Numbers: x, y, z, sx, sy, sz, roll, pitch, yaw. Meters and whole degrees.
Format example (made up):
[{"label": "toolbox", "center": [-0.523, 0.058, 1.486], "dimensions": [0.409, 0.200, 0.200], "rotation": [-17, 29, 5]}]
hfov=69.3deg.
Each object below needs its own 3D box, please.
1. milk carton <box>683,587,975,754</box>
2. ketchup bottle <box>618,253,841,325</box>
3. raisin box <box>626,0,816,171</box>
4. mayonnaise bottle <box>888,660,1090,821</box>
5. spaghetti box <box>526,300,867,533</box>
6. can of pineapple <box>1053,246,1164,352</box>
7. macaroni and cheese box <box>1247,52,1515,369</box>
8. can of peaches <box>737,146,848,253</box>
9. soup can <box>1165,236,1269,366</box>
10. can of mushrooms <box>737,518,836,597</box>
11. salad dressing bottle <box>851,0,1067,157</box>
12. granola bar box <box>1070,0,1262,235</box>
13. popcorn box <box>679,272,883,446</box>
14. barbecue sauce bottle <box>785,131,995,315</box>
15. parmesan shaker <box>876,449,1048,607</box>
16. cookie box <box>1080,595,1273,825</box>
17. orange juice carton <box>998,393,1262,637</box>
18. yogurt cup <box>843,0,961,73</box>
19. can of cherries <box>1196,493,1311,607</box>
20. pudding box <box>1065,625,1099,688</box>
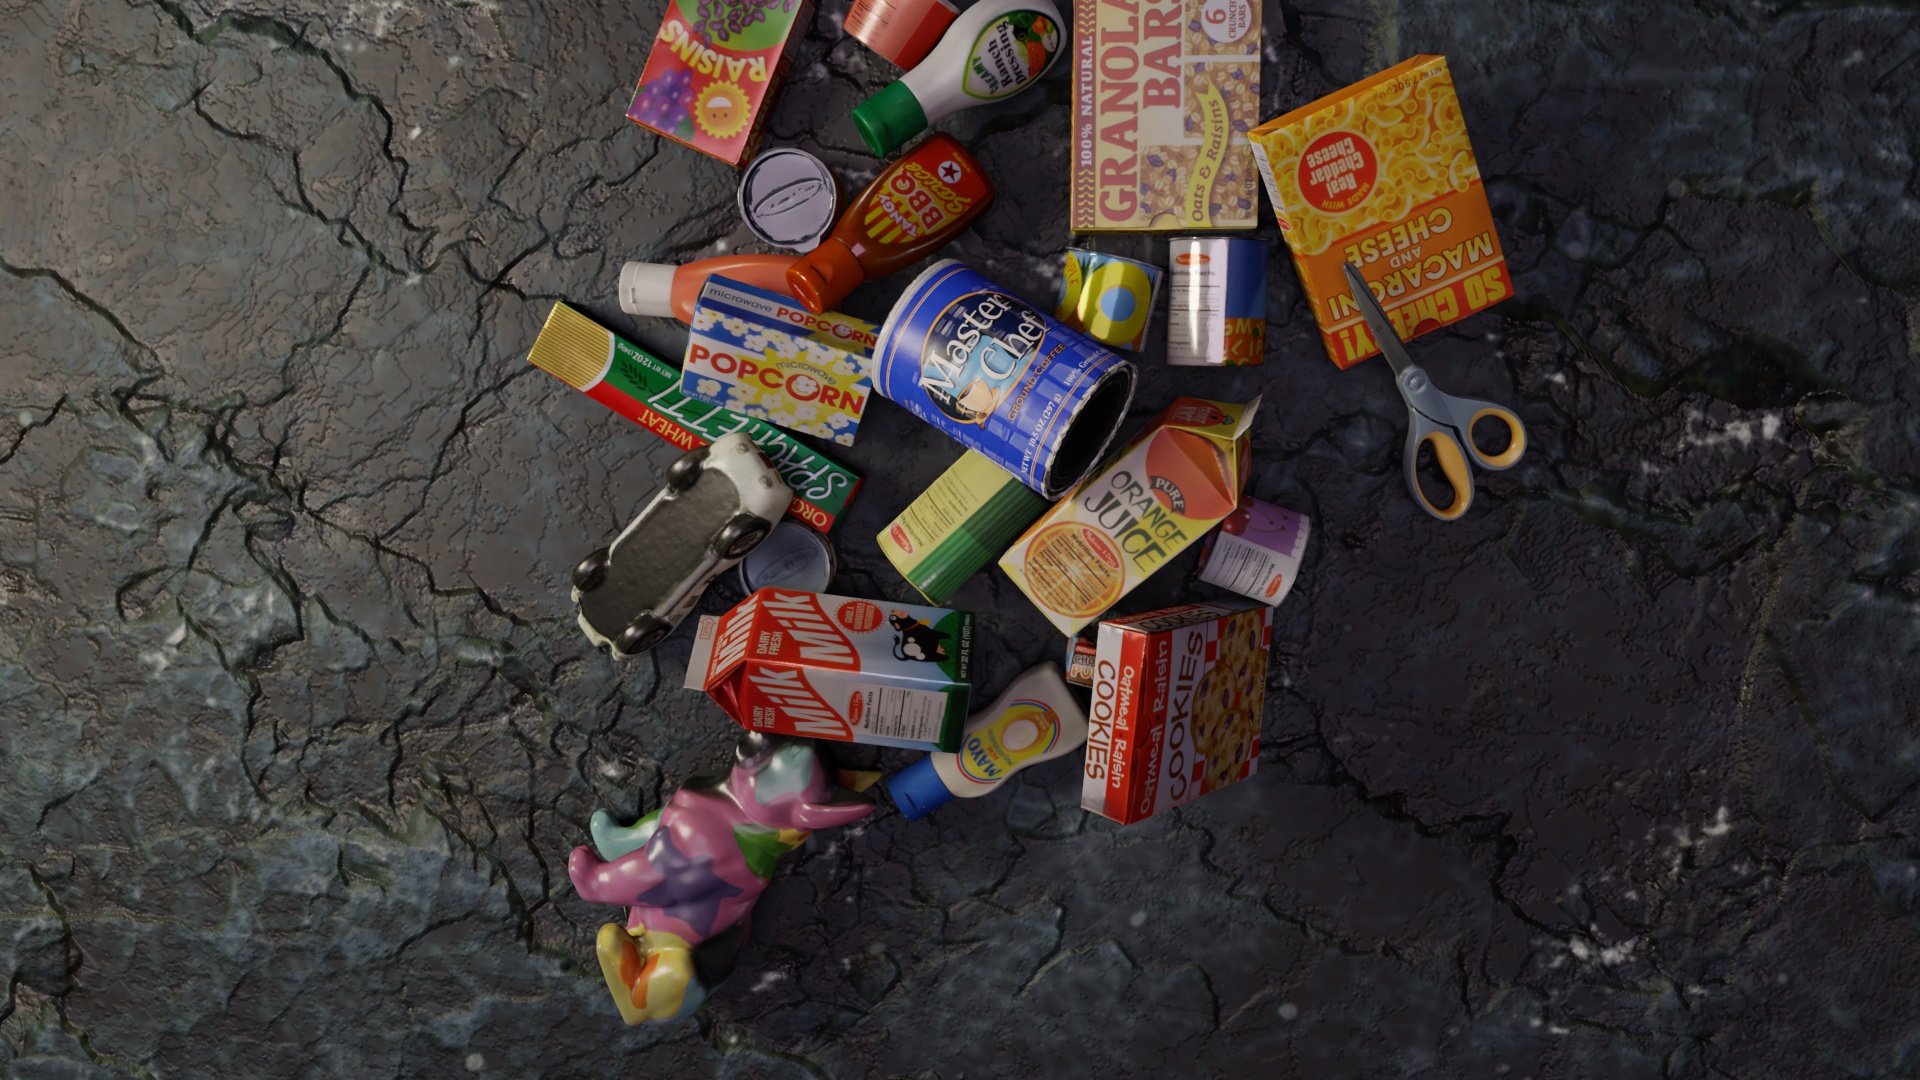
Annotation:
[{"label": "milk carton", "center": [-0.089, 0.087, 0.953], "dimensions": [0.191, 0.073, 0.073], "rotation": [7, 130, -3]}, {"label": "ketchup bottle", "center": [-0.159, -0.168, 0.960], "dimensions": [0.149, 0.044, 0.064], "rotation": [6, 115, 4]}, {"label": "raisin box", "center": [-0.163, -0.326, 0.944], "dimensions": [0.086, 0.040, 0.123], "rotation": [24, 97, 0]}, {"label": "mayonnaise bottle", "center": [0.019, 0.148, 0.990], "dimensions": [0.148, 0.041, 0.064], "rotation": [-33, 97, 7]}, {"label": "spaghetti box", "center": [-0.185, -0.087, 0.981], "dimensions": [0.250, 0.029, 0.050], "rotation": [30, 99, 0]}, {"label": "can of pineapple", "center": [0.096, -0.161, 0.932], "dimensions": [0.071, 0.071, 0.057], "rotation": [13, 99, 2]}, {"label": "macaroni and cheese box", "center": [0.275, -0.212, 0.905], "dimensions": [0.124, 0.040, 0.166], "rotation": [-23, 110, 6]}, {"label": "can of peaches", "center": [-0.112, -0.227, 0.943], "dimensions": [0.071, 0.058, 0.071], "rotation": [0, 98, 3]}, {"label": "soup can", "center": [0.173, -0.159, 0.929], "dimensions": [0.071, 0.071, 0.083], "rotation": [1, 99, 4]}, {"label": "can of mushrooms", "center": [-0.122, 0.020, 0.988], "dimensions": [0.071, 0.033, 0.071], "rotation": [0, 97, 4]}, {"label": "salad dressing bottle", "center": [-0.001, -0.307, 0.915], "dimensions": [0.148, 0.044, 0.064], "rotation": [-35, 134, -5]}, {"label": "granola bar box", "center": [0.136, -0.289, 0.926], "dimensions": [0.124, 0.039, 0.165], "rotation": [0, 97, 4]}, {"label": "popcorn box", "center": [-0.120, -0.121, 0.937], "dimensions": [0.127, 0.038, 0.084], "rotation": [17, 137, -7]}, {"label": "barbecue sauce bottle", "center": [-0.049, -0.206, 0.919], "dimensions": [0.149, 0.043, 0.065], "rotation": [-41, 91, -18]}, {"label": "parmesan shaker", "center": [0.003, -0.012, 0.956], "dimensions": [0.103, 0.071, 0.071], "rotation": [-43, 93, 8]}, {"label": "cookie box", "center": [0.147, 0.107, 0.916], "dimensions": [0.040, 0.168, 0.122], "rotation": [11, 100, 39]}, {"label": "orange juice carton", "center": [0.123, -0.027, 0.918], "dimensions": [0.073, 0.072, 0.192], "rotation": [47, 116, -3]}, {"label": "yogurt cup", "center": [-0.041, -0.348, 0.921], "dimensions": [0.072, 0.072, 0.053], "rotation": [35, 107, -1]}, {"label": "can of cherries", "center": [0.200, 0.004, 0.948], "dimensions": [0.058, 0.071, 0.071], "rotation": [19, 99, 3]}, {"label": "pudding box", "center": [0.098, 0.081, 0.955], "dimensions": [0.050, 0.084, 0.030], "rotation": [11, 96, 3]}]
